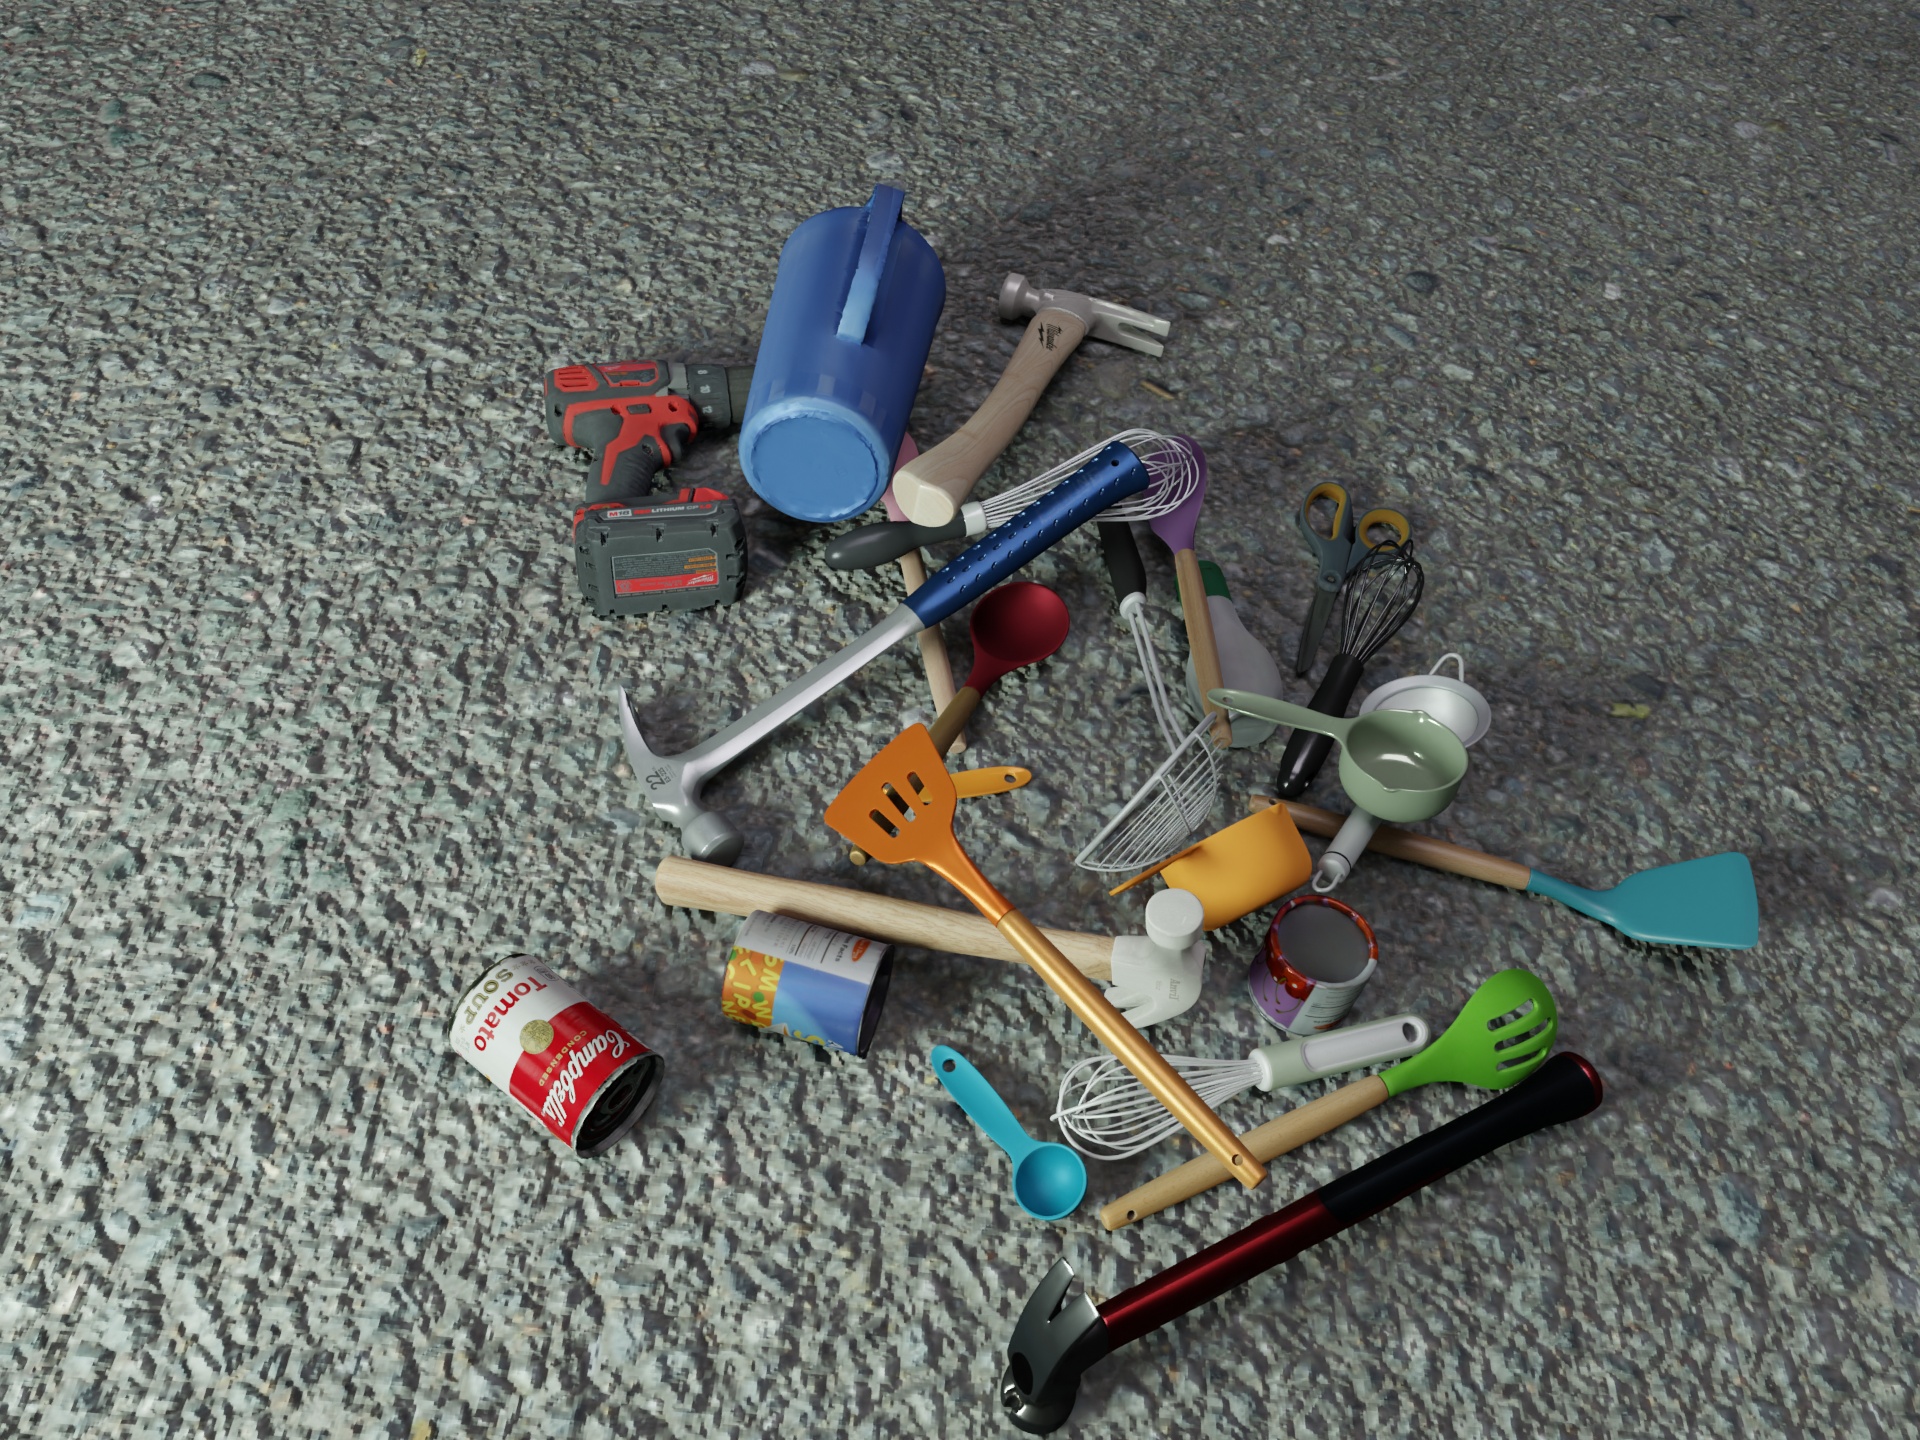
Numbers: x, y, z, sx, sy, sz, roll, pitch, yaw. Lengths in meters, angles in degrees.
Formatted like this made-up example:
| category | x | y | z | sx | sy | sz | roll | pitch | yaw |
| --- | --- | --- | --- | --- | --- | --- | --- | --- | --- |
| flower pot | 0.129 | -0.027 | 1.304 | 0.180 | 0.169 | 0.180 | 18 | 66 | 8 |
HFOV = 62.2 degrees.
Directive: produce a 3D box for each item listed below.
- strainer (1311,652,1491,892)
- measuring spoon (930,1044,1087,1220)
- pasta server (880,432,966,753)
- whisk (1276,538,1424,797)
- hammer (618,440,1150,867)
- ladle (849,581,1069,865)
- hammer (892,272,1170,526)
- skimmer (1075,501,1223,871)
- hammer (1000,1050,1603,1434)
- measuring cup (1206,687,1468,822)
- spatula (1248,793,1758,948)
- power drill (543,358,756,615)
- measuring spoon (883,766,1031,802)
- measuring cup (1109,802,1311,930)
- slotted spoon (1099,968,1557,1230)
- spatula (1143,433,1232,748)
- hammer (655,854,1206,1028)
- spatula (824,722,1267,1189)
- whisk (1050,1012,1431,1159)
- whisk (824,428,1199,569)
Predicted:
| category | x | y | z | sx | sy | sz | roll | pitch | yaw |
| --- | --- | --- | --- | --- | --- | --- | --- | --- | --- |
| strainer | 0.283 | 0.038 | 1.045 | 0.087 | 0.050 | 0.258 | 13 | 38 | 30 |
| measuring spoon | 0.026 | 0.232 | 0.902 | 0.042 | 0.021 | 0.129 | -42 | 55 | -7 |
| pasta server | -0.034 | -0.106 | 1.159 | 0.060 | 0.040 | 0.317 | -7 | 56 | -11 |
| whisk | 0.274 | -0.040 | 1.119 | 0.055 | 0.055 | 0.239 | 25 | 60 | 13 |
| hammer | -0.044 | -0.068 | 1.065 | 0.405 | 0.035 | 0.144 | -36 | 61 | -14 |
| ladle | -0.002 | -0.003 | 1.037 | 0.069 | 0.031 | 0.315 | 19 | 38 | 12 |
| hammer | 0.050 | -0.244 | 1.204 | 0.146 | 0.038 | 0.411 | 18 | 37 | 8 |
| skimmer | 0.105 | -0.048 | 1.083 | 0.090 | 0.127 | 0.364 | 19 | 40 | -24 |
| hammer | 0.198 | 0.251 | 0.837 | 0.386 | 0.143 | 0.038 | -18 | 53 | -24 |
| measuring cup | 0.235 | 0.018 | 1.011 | 0.168 | 0.038 | 0.083 | 18 | 44 | 20 |
| spatula | 0.346 | 0.087 | 1.033 | 0.317 | 0.044 | 0.082 | 15 | 45 | 7 |
| power drill | -0.206 | -0.188 | 1.174 | 0.188 | 0.080 | 0.227 | -7 | 50 | -12 |
| measuring spoon | -0.008 | 0.047 | 1.050 | 0.117 | 0.011 | 0.021 | -9 | 53 | -18 |
| measuring cup | 0.147 | 0.100 | 0.947 | 0.173 | 0.095 | 0.052 | -15 | 74 | -52 |
| slotted spoon | 0.221 | 0.223 | 0.913 | 0.313 | 0.070 | 0.031 | -20 | 12 | -15 |
| spatula | 0.165 | -0.101 | 1.131 | 0.018 | 0.059 | 0.316 | 33 | 37 | -32 |
| hammer | -0.022 | 0.122 | 0.935 | 0.331 | 0.129 | 0.031 | 8 | 53 | 14 |
| spatula | 0.044 | 0.124 | 0.848 | 0.081 | 0.041 | 0.323 | -45 | 66 | 0 |
| whisk | 0.166 | 0.203 | 0.919 | 0.246 | 0.059 | 0.058 | -9 | 70 | -19 |
| whisk | 0.038 | -0.155 | 1.146 | 0.284 | 0.070 | 0.070 | -16 | 55 | -11 |
